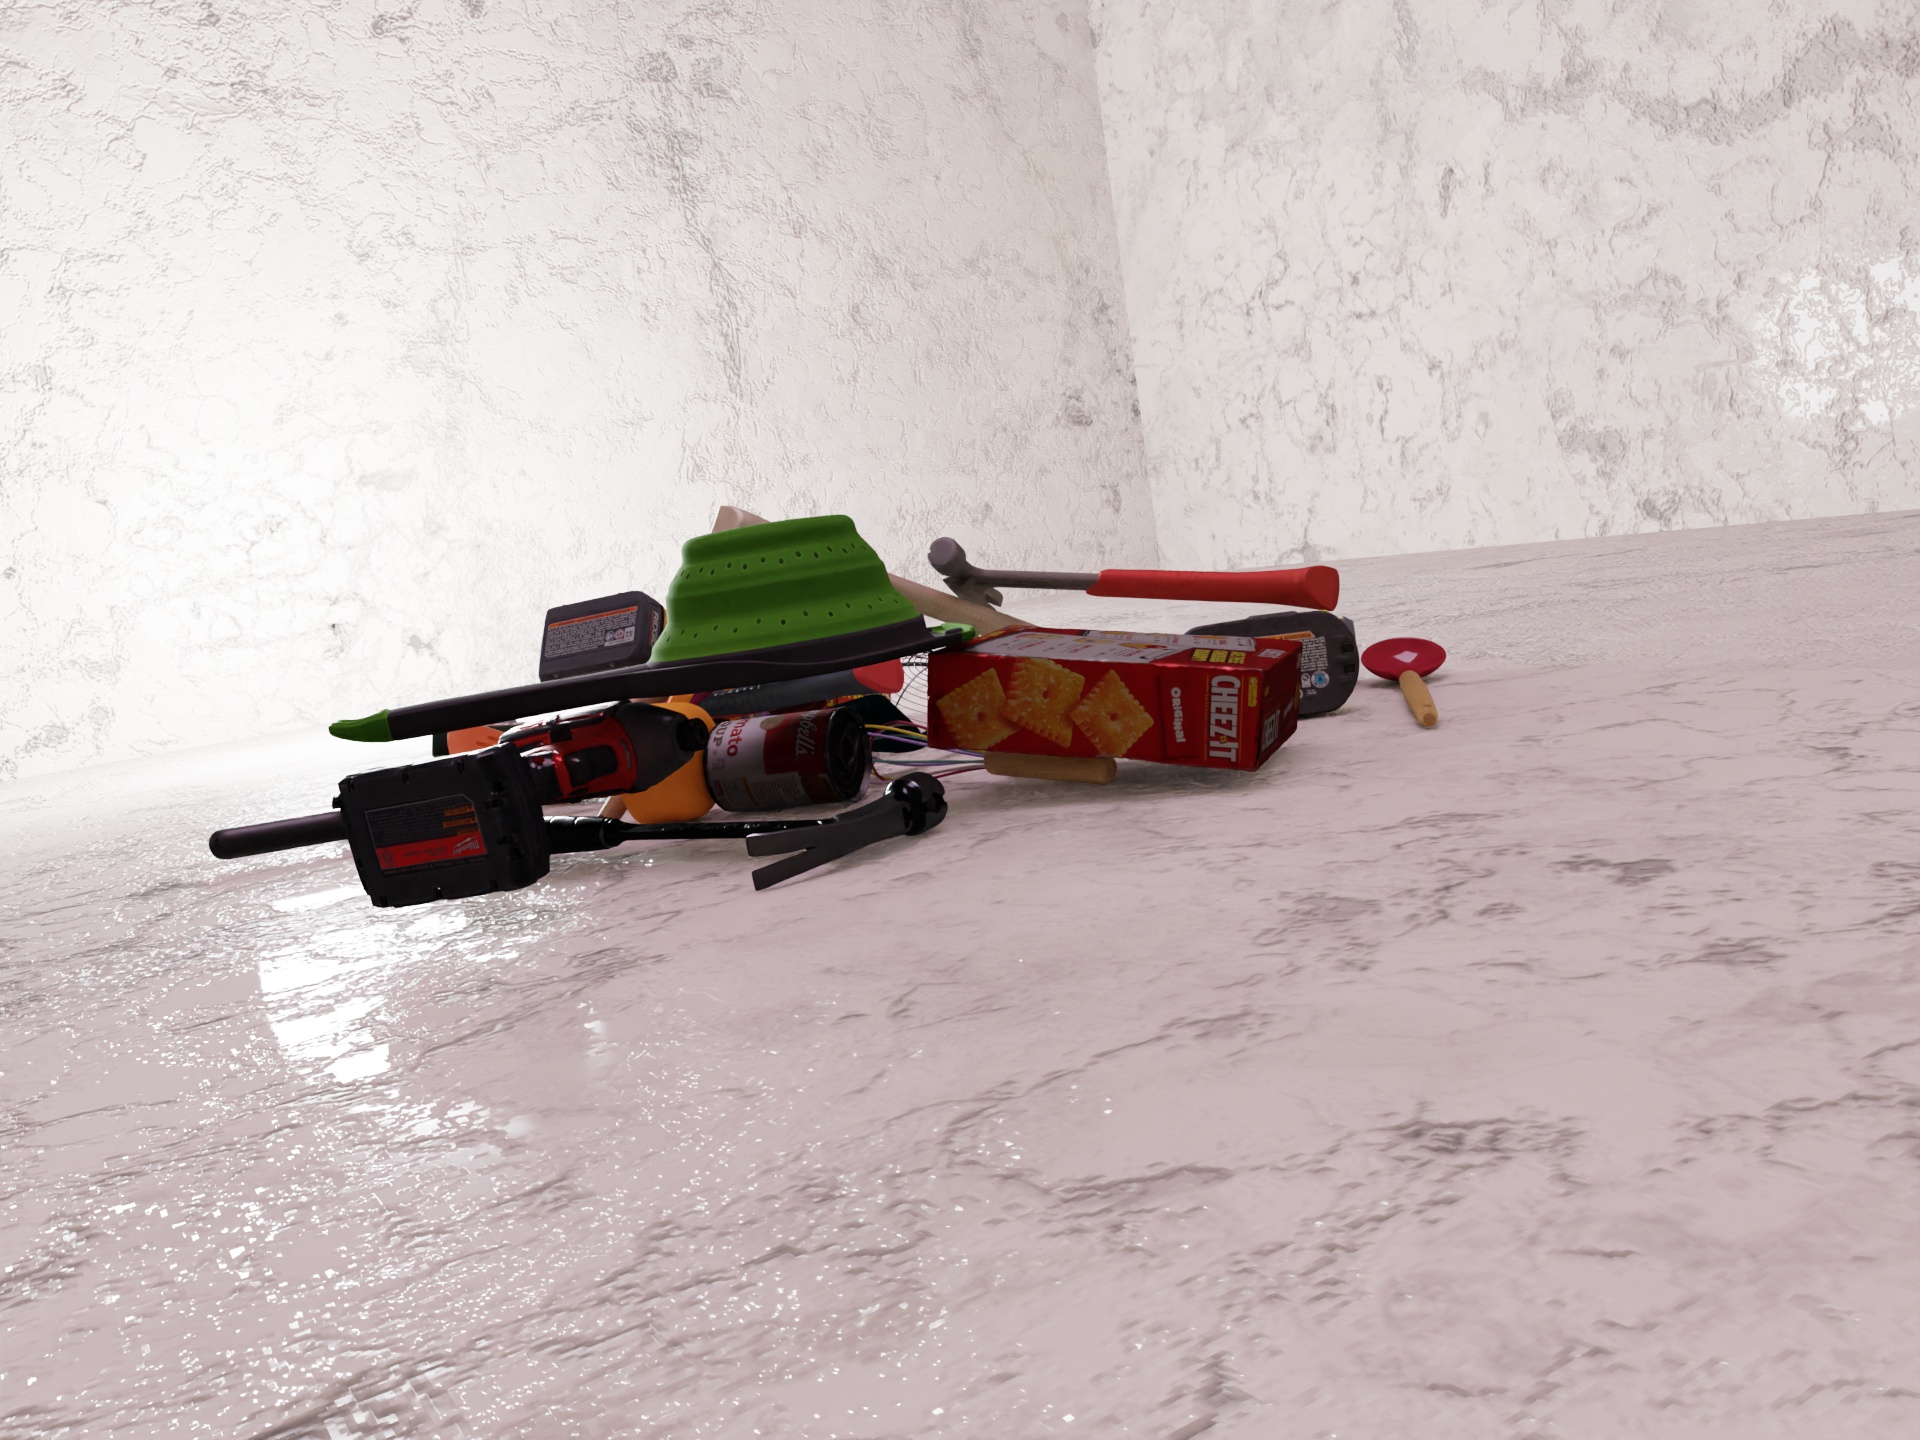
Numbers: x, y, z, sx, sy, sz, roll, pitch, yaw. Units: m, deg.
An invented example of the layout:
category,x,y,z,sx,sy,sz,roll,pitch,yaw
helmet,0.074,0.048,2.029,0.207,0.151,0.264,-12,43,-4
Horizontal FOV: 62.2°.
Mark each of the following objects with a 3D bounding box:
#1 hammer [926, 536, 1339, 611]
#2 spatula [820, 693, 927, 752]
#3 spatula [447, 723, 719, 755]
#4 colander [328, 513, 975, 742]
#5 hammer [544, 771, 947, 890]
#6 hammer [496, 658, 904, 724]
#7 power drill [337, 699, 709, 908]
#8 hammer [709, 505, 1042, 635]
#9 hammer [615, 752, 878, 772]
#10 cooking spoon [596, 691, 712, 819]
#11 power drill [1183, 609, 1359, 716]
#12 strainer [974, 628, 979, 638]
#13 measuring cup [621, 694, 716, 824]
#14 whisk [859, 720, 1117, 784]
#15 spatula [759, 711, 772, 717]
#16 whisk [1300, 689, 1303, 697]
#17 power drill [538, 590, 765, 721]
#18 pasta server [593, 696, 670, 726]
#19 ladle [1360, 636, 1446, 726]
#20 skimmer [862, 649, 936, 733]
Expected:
category,x,y,z,sx,sy,sz,roll,pitch,yaw
hammer,0.156,-0.117,1.408,0.359,0.037,0.149,5,-15,27
spatula,-0.002,-0.004,1.298,0.082,0.044,0.317,-18,-5,33
spatula,-0.243,0.011,1.283,0.322,0.041,0.081,-8,28,-14
colander,-0.194,-0.063,0.994,0.397,0.094,0.204,-11,7,-11
hammer,-0.214,0.074,1.015,0.409,0.036,0.149,-5,9,34
hammer,-0.226,-0.006,1.410,0.386,0.038,0.143,-10,-15,19
power drill,-0.252,0.037,0.958,0.143,0.078,0.220,-10,10,19
hammer,-0.034,-0.109,1.472,0.410,0.038,0.146,20,-10,-13
hammer,-0.239,0.047,1.289,0.331,0.031,0.130,-5,7,27
cooking spoon,-0.233,0.011,1.240,0.069,0.017,0.319,-4,25,9
power drill,0.242,-0.047,1.305,0.171,0.080,0.223,-6,3,11
strainer,-0.111,-0.098,1.407,0.256,0.069,0.151,0,9,-3
measuring cup,-0.198,0.005,1.175,0.052,0.095,0.174,-3,36,16
whisk,0.009,0.028,1.115,0.245,0.047,0.051,4,11,42
spatula,-0.164,-0.019,1.498,0.060,0.018,0.316,-8,22,17
whisk,0.136,-0.008,1.209,0.070,0.070,0.285,-15,4,-43
power drill,-0.309,-0.031,1.508,0.185,0.084,0.226,-10,-26,20
pasta server,-0.280,-0.003,1.233,0.316,0.040,0.060,-37,16,-34
ladle,0.346,-0.029,1.214,0.069,0.031,0.315,-5,9,13
skimmer,-0.101,0.002,1.511,0.127,0.090,0.363,-18,1,-39
